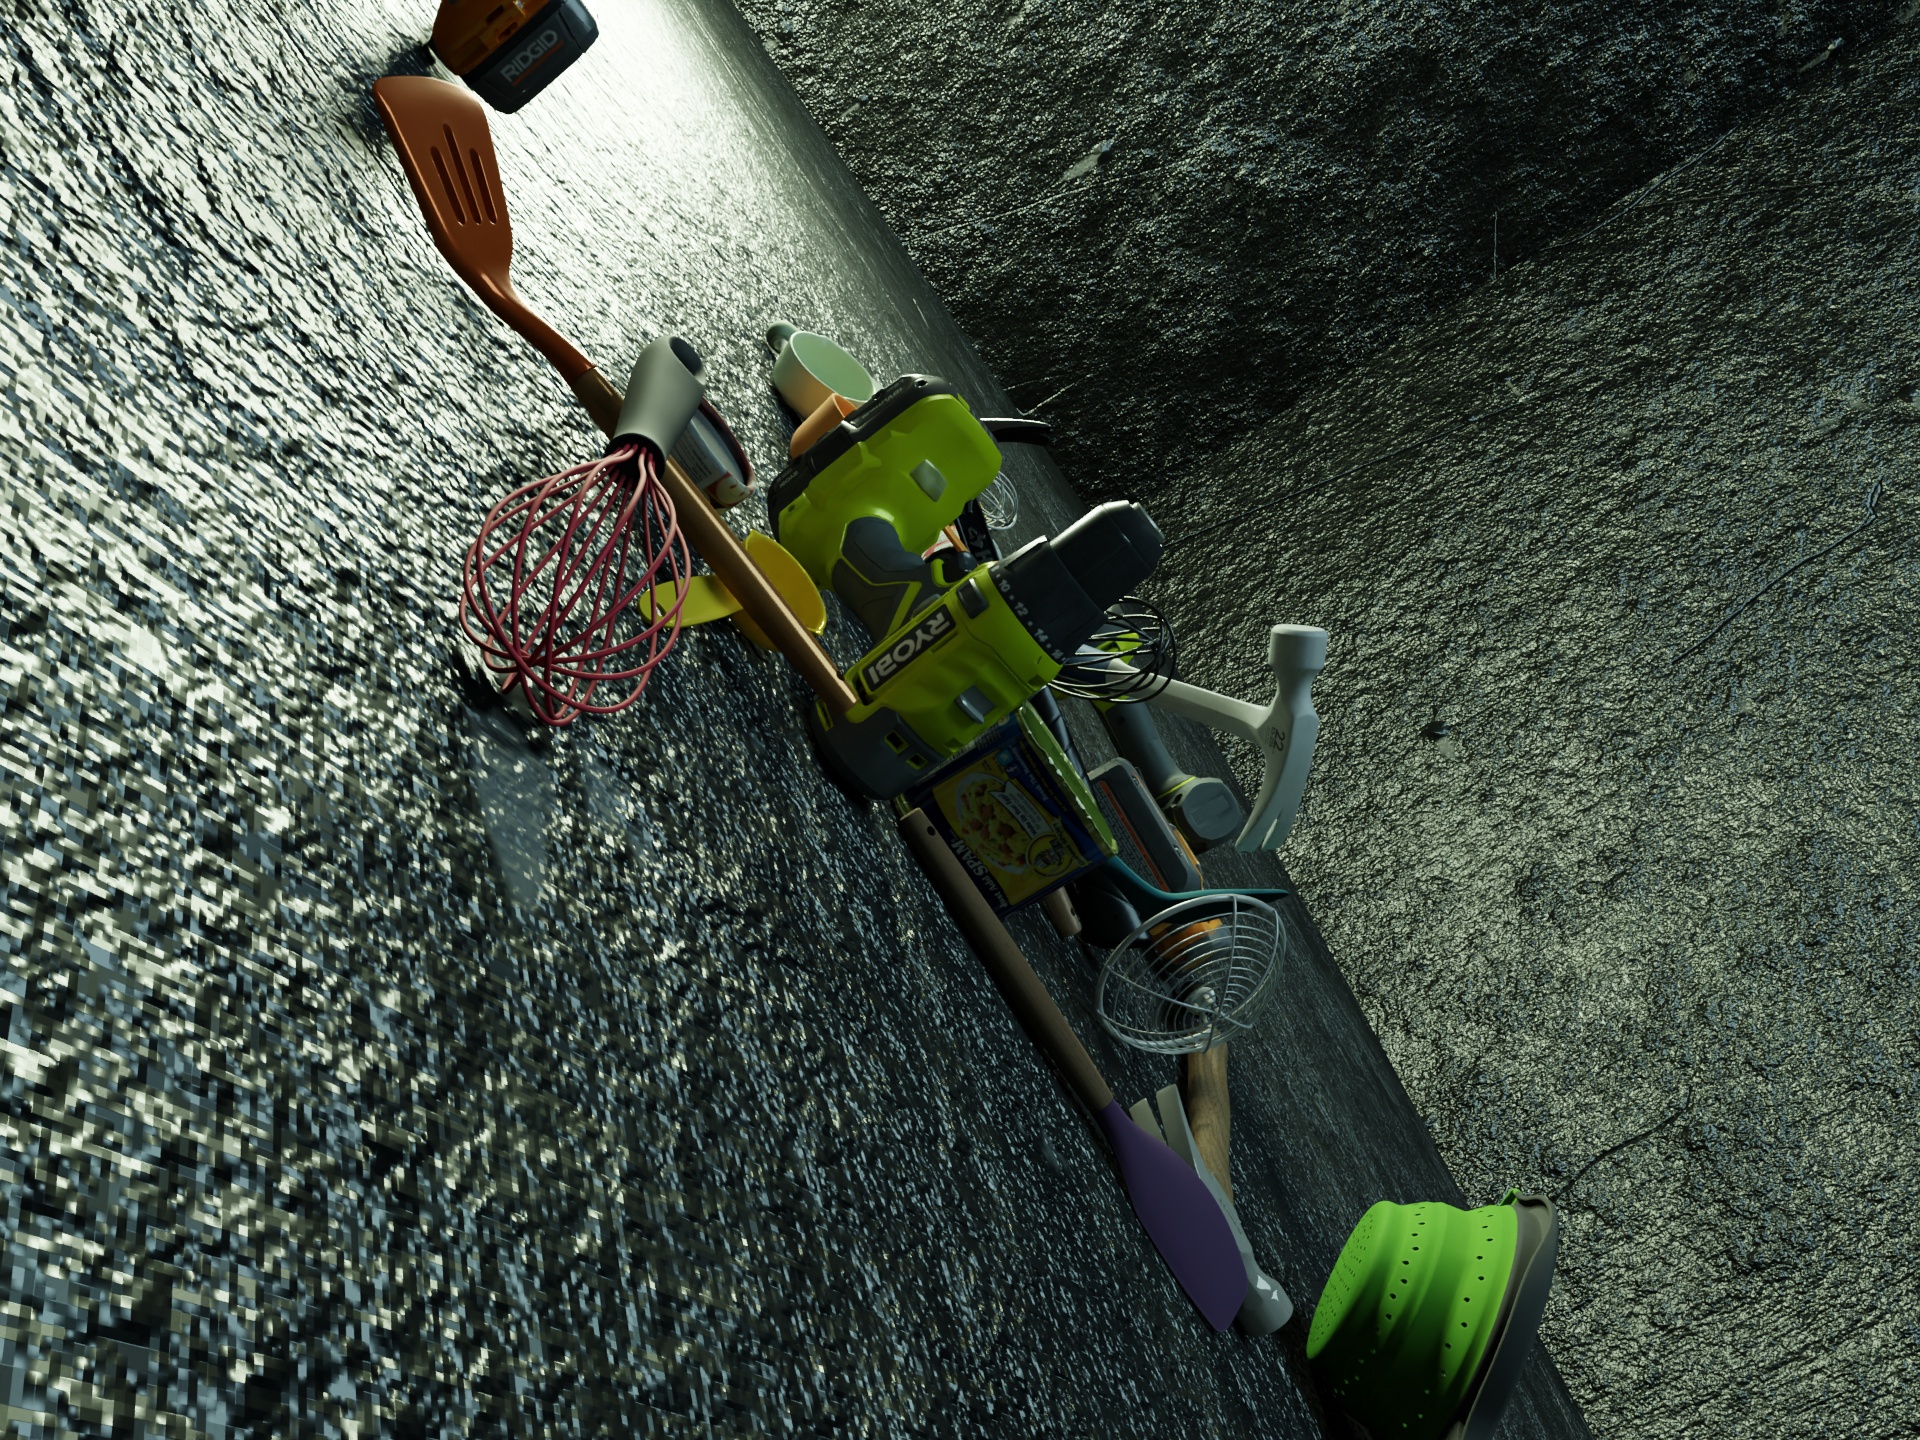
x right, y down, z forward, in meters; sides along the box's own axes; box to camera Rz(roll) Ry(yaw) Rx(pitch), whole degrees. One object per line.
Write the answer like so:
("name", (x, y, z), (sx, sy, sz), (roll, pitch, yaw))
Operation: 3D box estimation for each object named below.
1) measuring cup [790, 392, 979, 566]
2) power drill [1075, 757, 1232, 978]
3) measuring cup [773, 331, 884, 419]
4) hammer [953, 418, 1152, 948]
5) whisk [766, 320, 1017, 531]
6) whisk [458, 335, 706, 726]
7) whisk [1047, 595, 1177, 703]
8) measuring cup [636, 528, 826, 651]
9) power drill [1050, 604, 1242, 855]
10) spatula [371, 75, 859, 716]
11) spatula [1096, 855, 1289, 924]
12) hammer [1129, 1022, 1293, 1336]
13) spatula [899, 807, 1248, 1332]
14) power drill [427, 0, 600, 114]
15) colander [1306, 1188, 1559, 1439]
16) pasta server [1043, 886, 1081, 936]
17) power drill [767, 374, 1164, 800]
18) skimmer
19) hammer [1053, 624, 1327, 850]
("measuring cup", (-0.049, -0.143, 1.098), (0.173, 0.052, 0.095), (50, 13, -11))
("power drill", (0.128, 0.096, 1.215), (0.185, 0.084, 0.226), (61, 7, 22))
("measuring cup", (-0.069, -0.234, 1.205), (0.167, 0.038, 0.083), (24, 34, -33))
("hammer", (0.050, -0.033, 1.115), (0.036, 0.149, 0.409), (91, -19, -73))
("whisk", (-0.052, -0.232, 1.256), (0.246, 0.057, 0.059), (38, 42, -11))
("whisk", (-0.123, -0.088, 0.584), (0.073, 0.073, 0.296), (53, 17, -26))
("whisk", (0.026, -0.033, 0.866), (0.239, 0.055, 0.055), (-1, -47, 51))
("measuring cup", (-0.111, -0.051, 0.723), (0.062, 0.029, 0.156), (56, 23, 3))
("power drill", (0.140, 0.023, 1.377), (0.223, 0.080, 0.171), (61, -20, 6))
("spatula", (-0.143, -0.136, 0.693), (0.322, 0.041, 0.081), (52, 23, -5))
("spatula", (0.061, 0.056, 0.942), (0.317, 0.082, 0.044), (35, 52, -25))
("hammer", (0.159, 0.259, 1.026), (0.130, 0.031, 0.331), (58, 11, -2))
("spatula", (0.061, 0.178, 0.831), (0.316, 0.018, 0.060), (56, 39, -4))
("power drill", (-0.292, -0.441, 0.818), (0.226, 0.084, 0.164), (45, 17, -38))
("colander", (0.247, 0.387, 0.899), (0.094, 0.204, 0.397), (26, 24, 11))
("pasta server", (-0.002, -0.003, 1.022), (0.060, 0.040, 0.316), (-26, 90, -55))
("power drill", (-0.007, -0.086, 0.831), (0.080, 0.190, 0.229), (44, 13, -39))
("skimmer", (0.156, 0.172, 1.102), (0.090, 0.127, 0.363), (60, 1, 9))
("hammer", (0.114, -0.023, 1.130), (0.406, 0.035, 0.144), (24, -68, 60))
